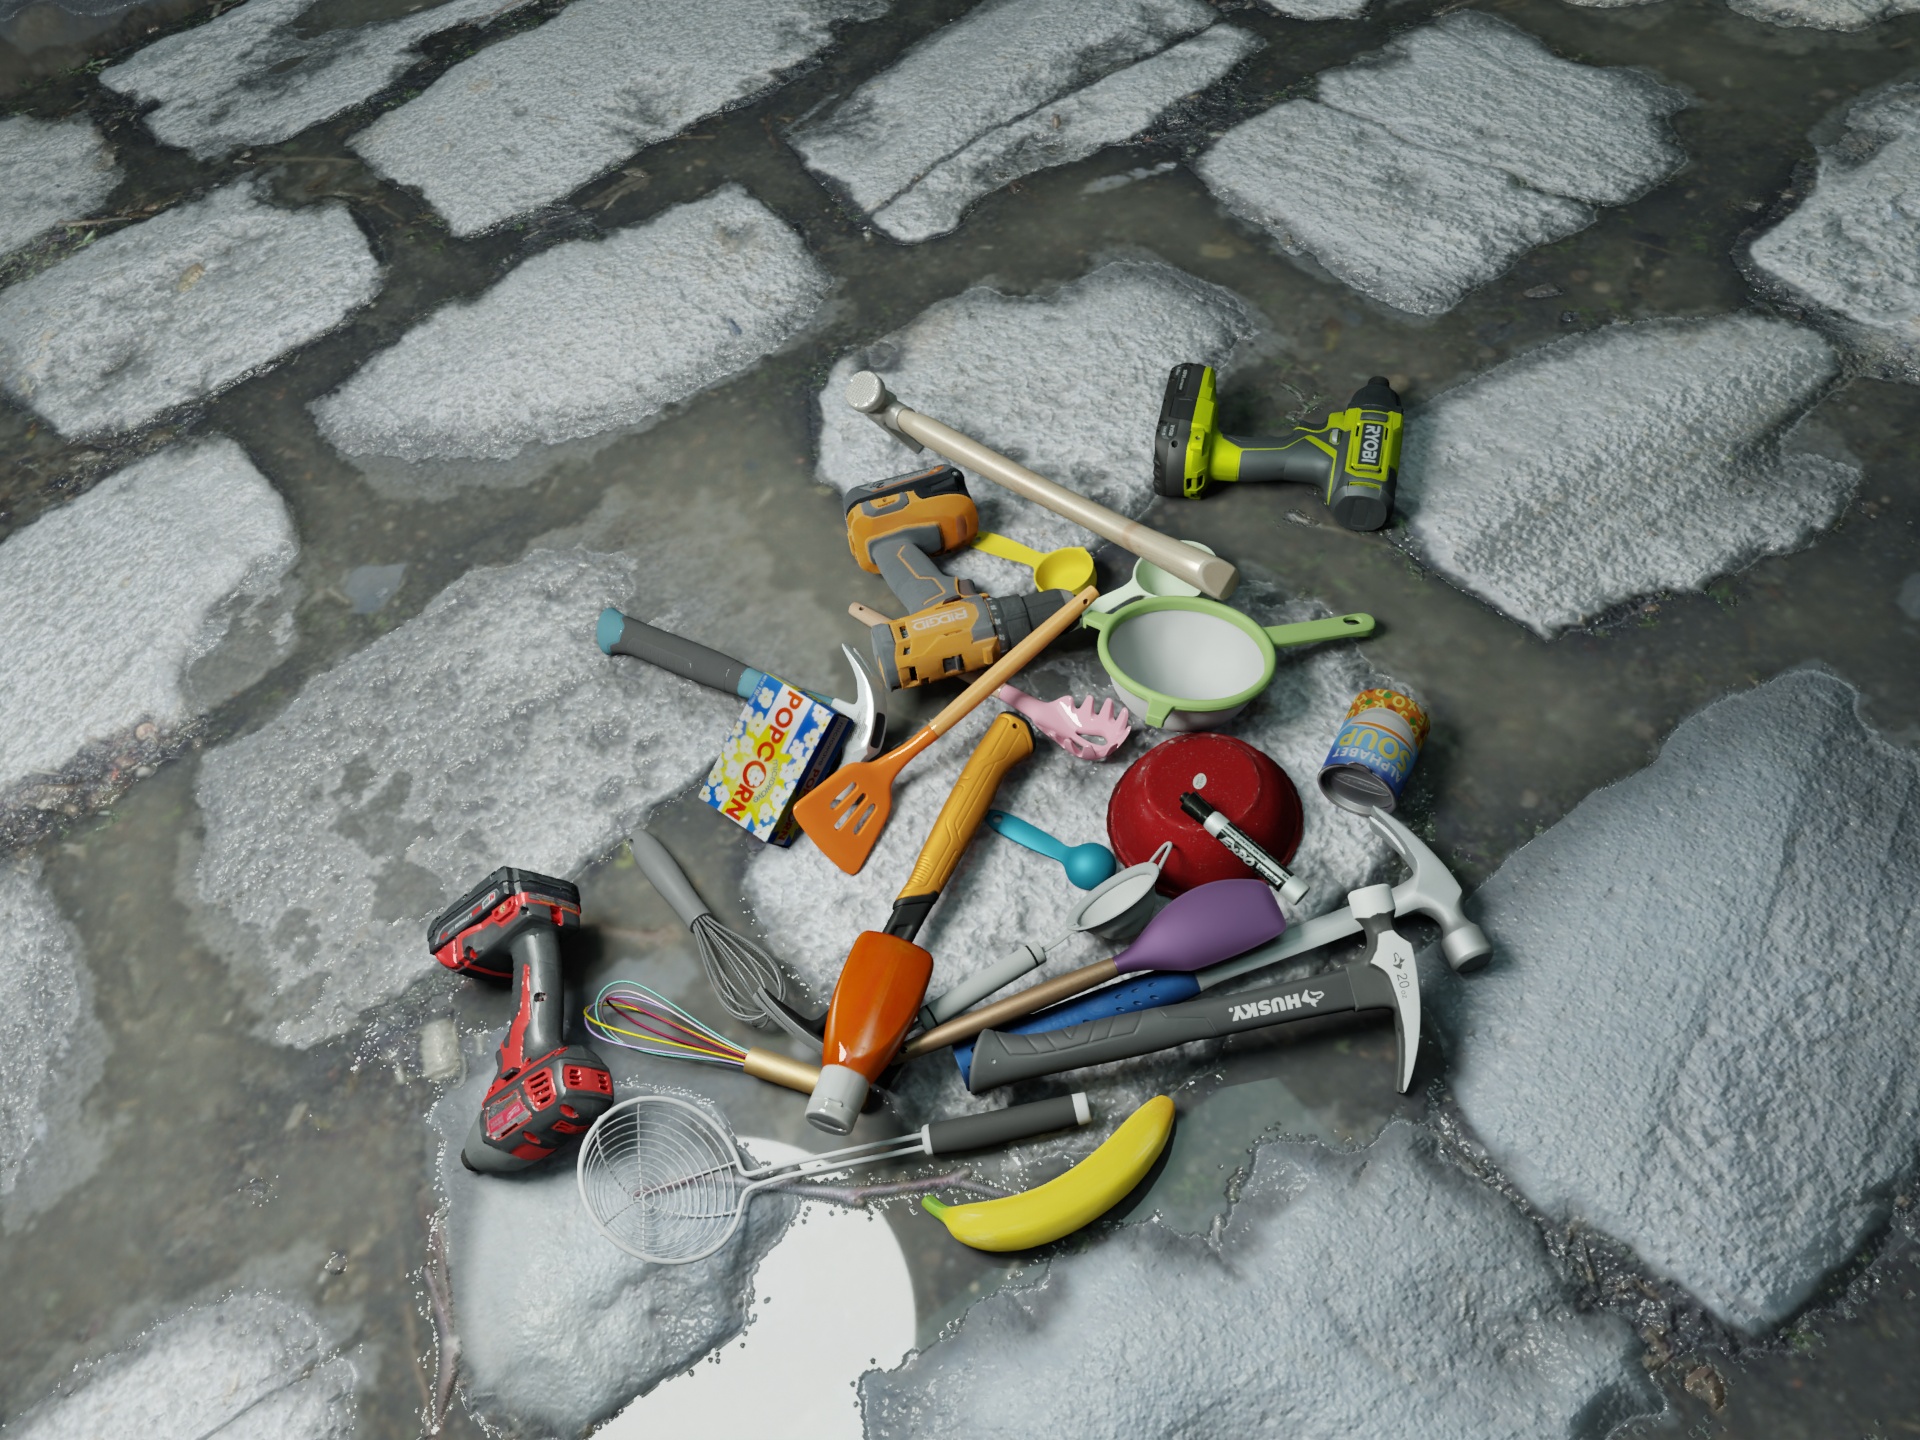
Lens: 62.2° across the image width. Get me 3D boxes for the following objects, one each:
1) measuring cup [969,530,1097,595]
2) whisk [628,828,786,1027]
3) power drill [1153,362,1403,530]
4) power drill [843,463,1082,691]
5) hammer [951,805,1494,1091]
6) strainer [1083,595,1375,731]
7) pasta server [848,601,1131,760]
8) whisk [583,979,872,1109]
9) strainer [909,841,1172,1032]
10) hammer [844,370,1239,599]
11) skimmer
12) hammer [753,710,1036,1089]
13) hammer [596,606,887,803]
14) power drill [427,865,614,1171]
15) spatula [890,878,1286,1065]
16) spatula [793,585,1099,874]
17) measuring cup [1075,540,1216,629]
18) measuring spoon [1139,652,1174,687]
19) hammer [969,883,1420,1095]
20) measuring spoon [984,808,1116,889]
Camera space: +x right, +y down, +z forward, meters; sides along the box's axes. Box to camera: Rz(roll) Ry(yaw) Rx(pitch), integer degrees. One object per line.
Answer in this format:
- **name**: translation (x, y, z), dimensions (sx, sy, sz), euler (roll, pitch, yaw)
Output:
- **measuring cup**: translation (0.064, -0.147, 1.498), dimensions (0.157, 0.029, 0.062), euler (26, 67, 40)
- **whisk**: translation (-0.214, 0.163, 1.306), dimensions (0.055, 0.055, 0.239), euler (-35, 52, -15)
- **power drill**: translation (0.303, -0.269, 1.507), dimensions (0.223, 0.080, 0.171), euler (9, 57, 12)
- **power drill**: translation (-0.004, -0.134, 1.443), dimensions (0.185, 0.084, 0.226), euler (-15, 49, -4)
- **hammer**: translation (0.187, 0.188, 1.215), dimensions (0.405, 0.035, 0.144), euler (-20, 56, -3)
- **strainer**: translation (0.239, -0.046, 1.371), dimensions (0.256, 0.069, 0.152), euler (-10, 42, -17)
- **pasta server**: translation (0.018, -0.042, 1.417), dimensions (0.316, 0.040, 0.060), euler (30, 57, 29)
- **whisk**: translation (-0.182, 0.255, 1.238), dimensions (0.245, 0.047, 0.051), euler (14, 70, 15)
- **strainer**: translation (0.065, 0.177, 1.226), dimensions (0.258, 0.087, 0.050), euler (-29, 98, -12)
- **hammer**: translation (0.079, -0.210, 1.470), dimensions (0.411, 0.146, 0.038), euler (31, 93, 26)
- **skimmer**: translation (-0.087, 0.305, 1.149), dimensions (0.363, 0.090, 0.127), euler (-12, 52, 2)
- **hammer**: translation (-0.032, 0.122, 1.282), dimensions (0.127, 0.034, 0.337), euler (31, 61, -1)
- **hammer**: translation (-0.205, -0.038, 1.440), dimensions (0.331, 0.033, 0.128), euler (21, 89, 29)
- **power drill**: translation (-0.347, 0.238, 1.241), dimensions (0.143, 0.078, 0.220), euler (-36, 53, 24)
- **spatula**: translation (0.092, 0.192, 1.194), dimensions (0.316, 0.018, 0.060), euler (-22, 66, -4)
- **spatula**: translation (-0.002, -0.004, 1.348), dimensions (0.322, 0.081, 0.041), euler (-41, 18, -4)
- **measuring cup**: translation (0.156, -0.104, 1.434), dimensions (0.167, 0.038, 0.083), euler (-26, 46, -5)
- **measuring spoon**: translation (0.179, -0.060, 1.414), dimensions (0.021, 0.011, 0.117), euler (24, 61, 25)
- **hammer**: translation (0.169, 0.225, 1.158), dimensions (0.335, 0.035, 0.146), euler (-12, 77, 2)
- **measuring spoon**: translation (0.070, 0.098, 1.312), dimensions (0.129, 0.021, 0.042), euler (25, 63, 27)
